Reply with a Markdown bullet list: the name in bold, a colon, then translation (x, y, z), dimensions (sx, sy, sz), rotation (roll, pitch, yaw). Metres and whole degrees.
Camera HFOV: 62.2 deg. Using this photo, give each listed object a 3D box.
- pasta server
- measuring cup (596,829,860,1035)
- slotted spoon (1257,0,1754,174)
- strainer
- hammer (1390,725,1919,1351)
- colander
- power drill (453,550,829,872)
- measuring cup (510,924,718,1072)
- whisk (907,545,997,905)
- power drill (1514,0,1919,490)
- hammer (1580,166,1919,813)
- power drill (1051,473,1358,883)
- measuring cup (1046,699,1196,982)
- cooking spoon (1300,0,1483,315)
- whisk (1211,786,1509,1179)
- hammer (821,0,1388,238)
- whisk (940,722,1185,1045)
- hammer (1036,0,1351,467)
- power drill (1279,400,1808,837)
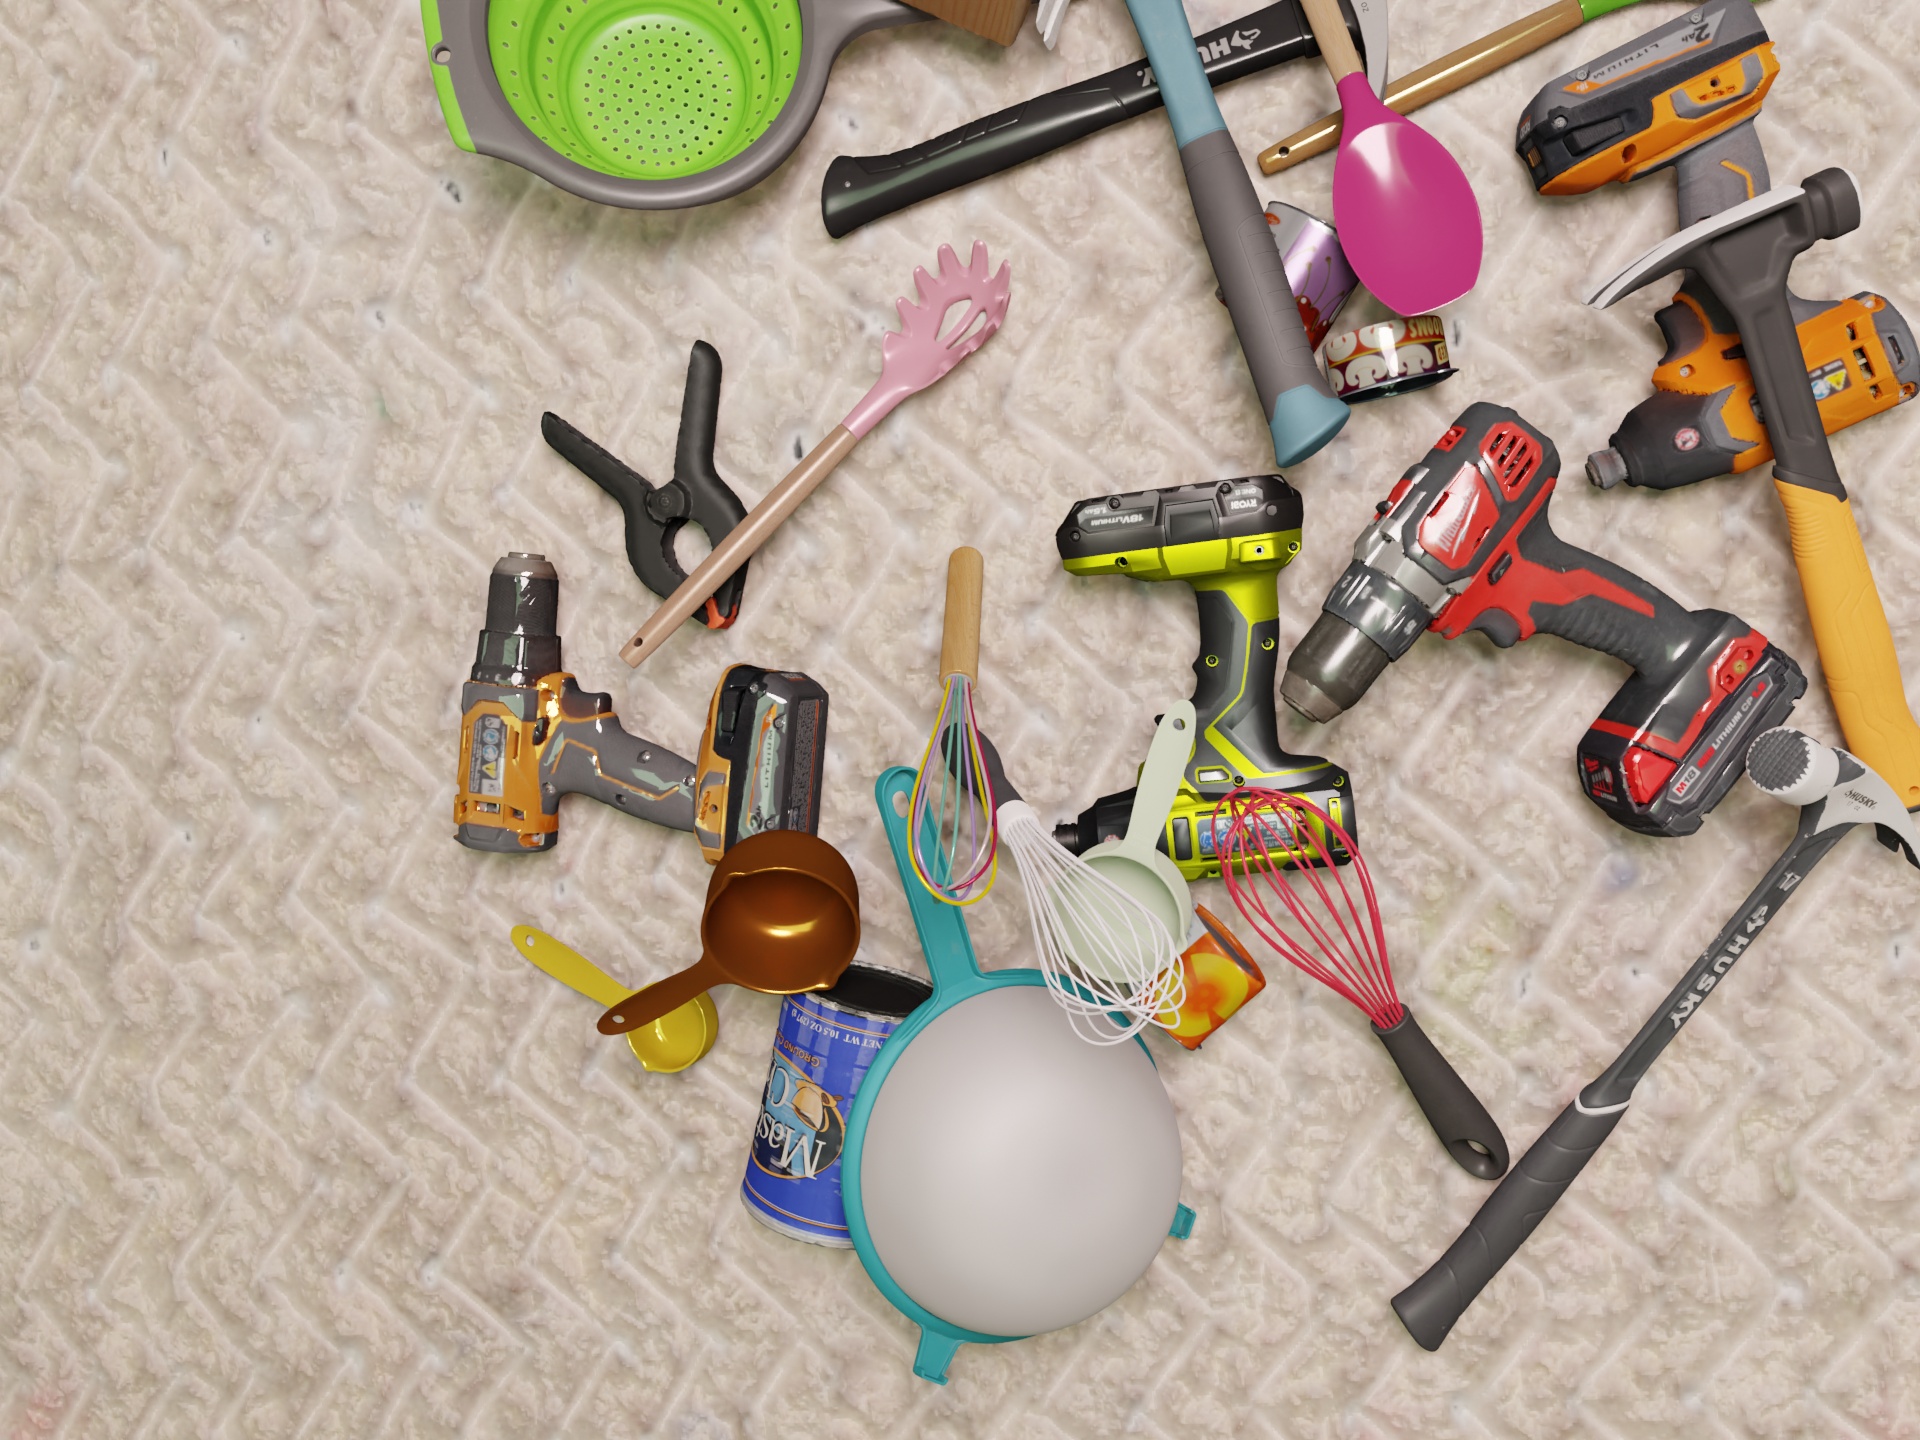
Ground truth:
- **pasta server**: translation (-0.085, -0.150, 0.917), dimensions (0.060, 0.040, 0.316), rotation (42, 86, 18)
- **measuring cup**: translation (-0.135, 0.124, 0.903), dimensions (0.173, 0.052, 0.095), rotation (-30, 117, 16)
- **slotted spoon**: translation (0.311, -0.371, 0.863), dimensions (0.314, 0.031, 0.070), rotation (-23, 89, 13)
- **strainer**: translation (0.029, 0.187, 0.864), dimensions (0.211, 0.095, 0.340), rotation (-21, 100, -26)
- **hammer**: translation (0.364, 0.192, 0.866), dimensions (0.149, 0.036, 0.409), rotation (19, 111, -32)
- **colander**: translation (-0.097, -0.393, 0.917), dimensions (0.397, 0.094, 0.204), rotation (-12, 88, -6)
- **power drill**: translation (-0.199, -0.003, 0.964), dimensions (0.226, 0.084, 0.185), rotation (6, 94, 15)
- **measuring cup**: translation (-0.220, 0.168, 1.012), dimensions (0.156, 0.029, 0.062), rotation (27, 99, 20)
- **whisk**: translation (0.000, -0.002, 0.875), dimensions (0.047, 0.051, 0.245), rotation (3, 51, 0)
- **power drill**: translation (0.377, -0.237, 0.834), dimensions (0.164, 0.084, 0.226), rotation (-25, 94, 11)
- **hammer**: translation (0.431, -0.096, 0.810), dimensions (0.127, 0.034, 0.336), rotation (-23, 107, 11)
- **power drill**: translation (0.127, -0.020, 0.901), dimensions (0.171, 0.080, 0.223), rotation (-6, 96, 10)
- **measuring cup**: translation (0.102, 0.062, 0.867), dimensions (0.083, 0.038, 0.167), rotation (21, 110, 15)
- **cooking spoon**: translation (0.197, -0.359, 0.837), dimensions (0.069, 0.017, 0.319), rotation (-20, 79, 15)
- **whisk**: translation (0.226, 0.149, 0.870), dimensions (0.073, 0.073, 0.295), rotation (-32, 109, 11)
- **hammer**: translation (0.076, -0.342, 0.898), dimensions (0.335, 0.035, 0.146), rotation (-17, 80, 14)
- **whisk**: translation (0.041, 0.072, 0.844), dimensions (0.070, 0.285, 0.070), rotation (-10, 121, -17)
- **hammer**: translation (0.134, -0.294, 0.840), dimensions (0.128, 0.033, 0.331), rotation (-20, 82, 15)
- **power drill**: translation (0.298, -0.031, 0.837), dimensions (0.226, 0.080, 0.188), rotation (37, 93, -5)
